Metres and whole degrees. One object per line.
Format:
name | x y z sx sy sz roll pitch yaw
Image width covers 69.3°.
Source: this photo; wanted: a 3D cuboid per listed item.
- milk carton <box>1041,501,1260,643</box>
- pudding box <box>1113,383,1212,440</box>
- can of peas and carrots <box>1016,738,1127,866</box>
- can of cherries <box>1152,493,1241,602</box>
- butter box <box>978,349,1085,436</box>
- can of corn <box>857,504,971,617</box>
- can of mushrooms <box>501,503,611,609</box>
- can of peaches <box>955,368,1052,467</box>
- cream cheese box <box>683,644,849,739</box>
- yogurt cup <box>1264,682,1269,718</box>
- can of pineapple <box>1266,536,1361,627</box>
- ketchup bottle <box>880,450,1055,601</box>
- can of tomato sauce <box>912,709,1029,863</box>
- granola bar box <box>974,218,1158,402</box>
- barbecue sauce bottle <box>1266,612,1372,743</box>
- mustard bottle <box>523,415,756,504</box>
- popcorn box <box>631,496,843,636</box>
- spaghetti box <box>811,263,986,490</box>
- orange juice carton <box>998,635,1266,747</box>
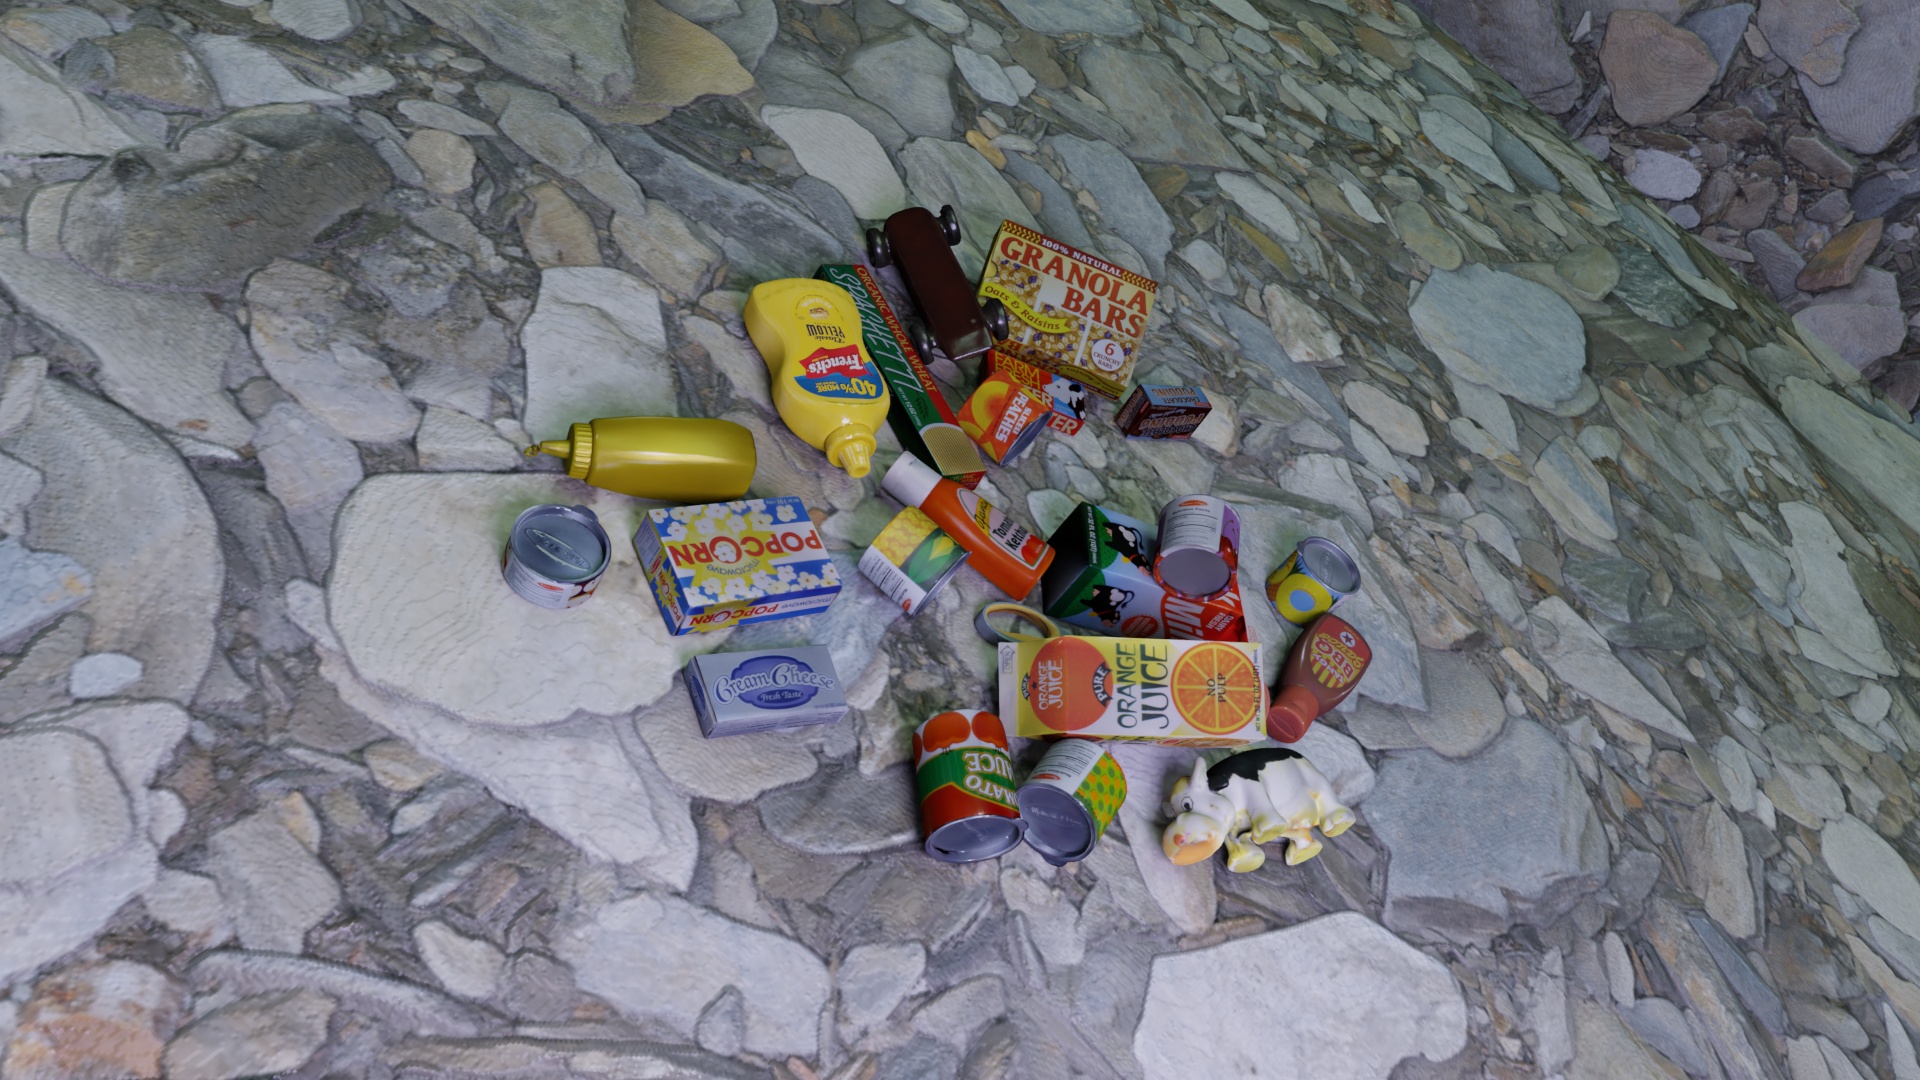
milk carton | 0.168 0.040 1.161 0.191 0.073 0.073 17 45 -21
pudding box | 0.197 -0.124 1.349 0.084 0.049 0.030 -1 52 -36
can of peas and carrots | 0.077 0.184 0.977 0.071 0.070 0.059 41 41 5
can of cherries | 0.188 0.008 1.101 0.071 0.071 0.059 26 45 -12
butter box | 0.066 -0.138 1.292 0.103 0.024 0.053 19 44 -19
can of corn | -0.034 0.014 1.054 0.058 0.070 0.071 41 41 5
can of mushrooms | -0.268 0.009 0.925 0.071 0.033 0.071 18 45 -19
can of peaches | 0.037 -0.108 1.211 0.058 0.071 0.071 44 42 9
cream cheese box | -0.130 0.101 0.941 0.104 0.024 0.053 -2 54 -35
yogurt cup | 0.211 0.129 1.119 0.054 0.072 0.073 13 46 -36
can of pineapple | 0.323 0.038 1.281 0.071 0.057 0.071 19 44 -19
ketchup bottle | 0.004 -0.014 1.123 0.149 0.043 0.065 37 30 1
can of tomato sauce | 0.005 0.165 0.940 0.071 0.070 0.083 12 47 -26
granola bar box | 0.096 -0.221 1.330 0.165 0.039 0.124 21 67 -7
barbecue sauce bottle | 0.305 0.122 1.203 0.065 0.043 0.149 44 42 7
mustard bottle | -0.229 -0.061 0.995 0.160 0.065 0.049 5 55 -26
popcorn box | -0.157 0.016 0.990 0.127 0.038 0.085 -7 58 -38
spaghetti box | -0.058 -0.146 1.213 0.050 0.028 0.251 -8 58 -40
orange juice carton | 0.123 0.113 1.029 0.193 0.073 0.072 3 75 -8
